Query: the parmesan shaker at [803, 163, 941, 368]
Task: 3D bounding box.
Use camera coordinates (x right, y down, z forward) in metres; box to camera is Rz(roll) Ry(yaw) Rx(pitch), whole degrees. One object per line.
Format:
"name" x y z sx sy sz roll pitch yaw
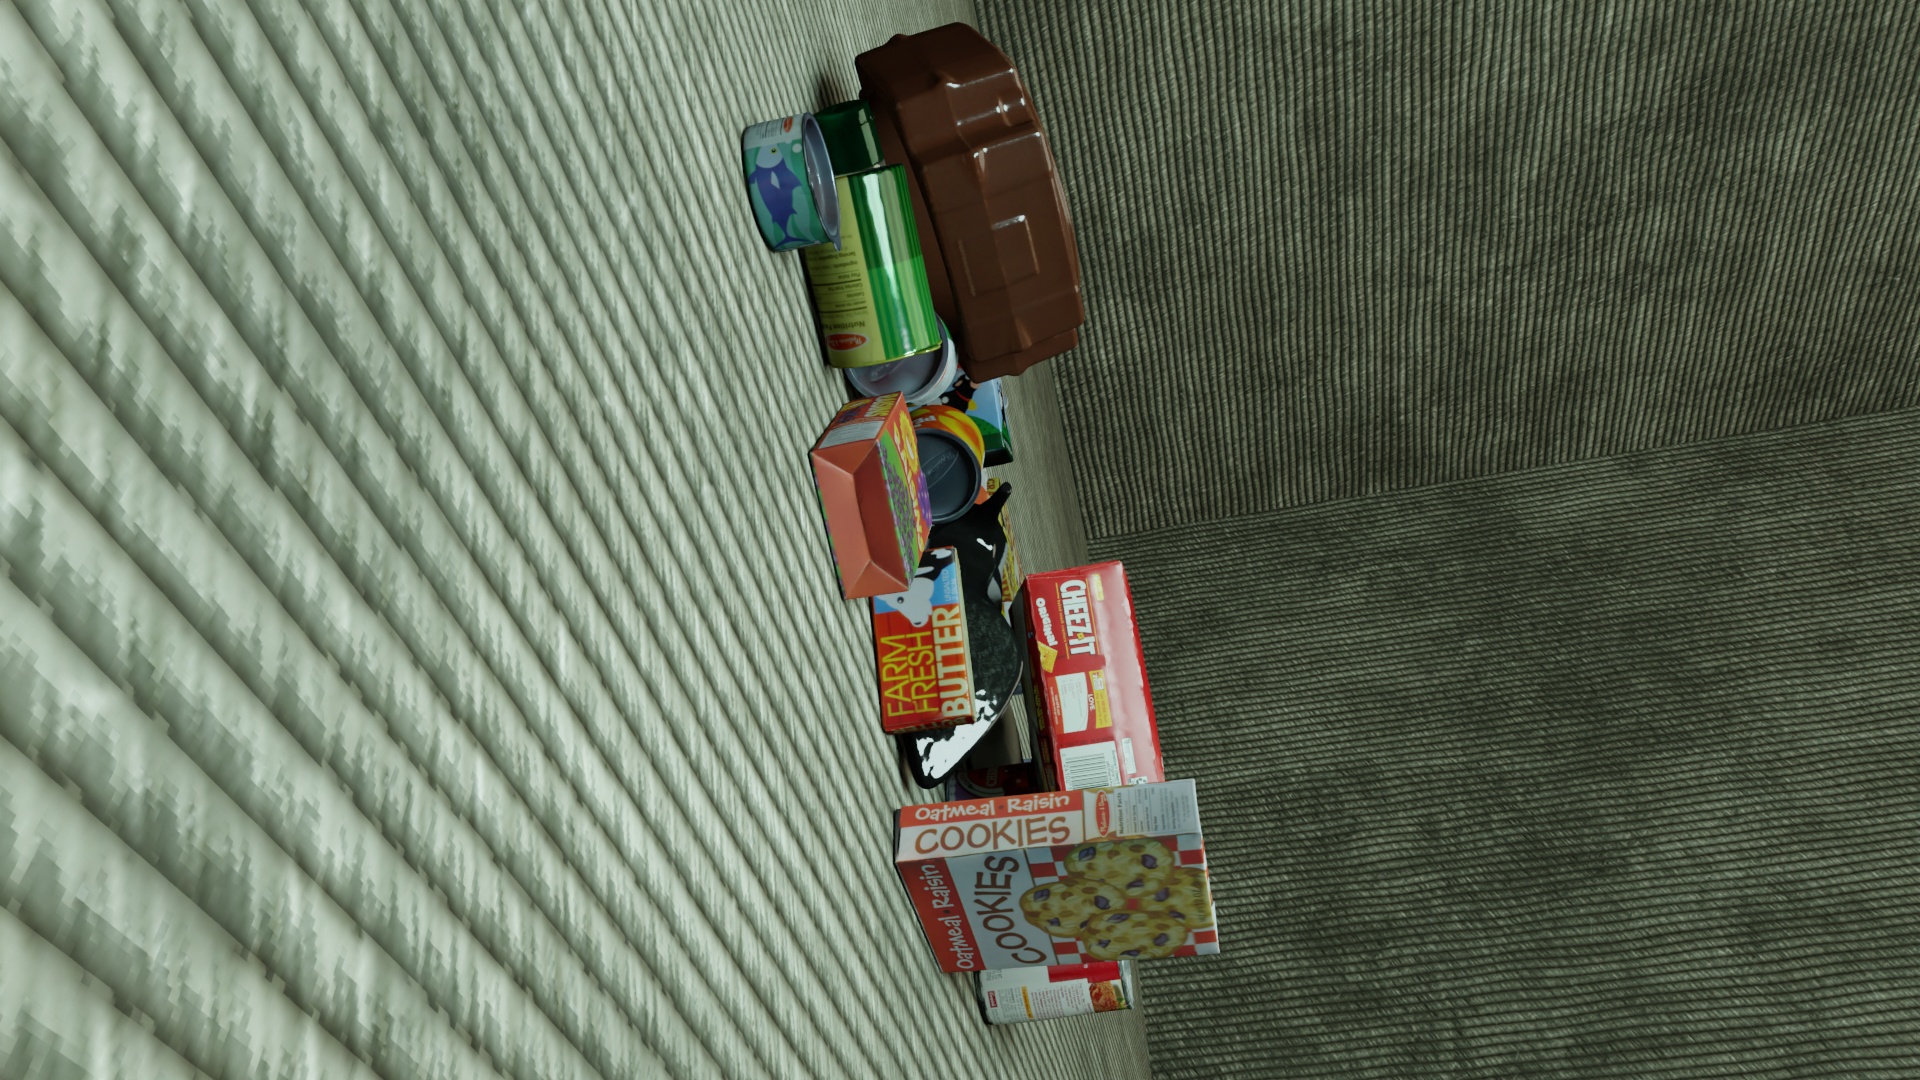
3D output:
"parmesan shaker" -0.051 -0.155 0.783 0.071 0.071 0.102 -76 156 -72

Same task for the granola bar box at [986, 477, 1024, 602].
"granola bar box" 0.037 0.042 1.316 0.125 0.039 0.164 -91 169 -50

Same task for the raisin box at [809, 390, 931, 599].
"raisin box" -0.047 -0.029 0.779 0.124 0.040 0.086 -77 156 -72

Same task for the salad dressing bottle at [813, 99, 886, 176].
"salad dressing bottle" -0.058 -0.210 0.906 0.064 0.044 0.147 -98 174 -62

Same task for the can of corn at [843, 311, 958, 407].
"can of corn" -0.039 -0.118 0.862 0.058 0.071 0.071 -19 99 -83

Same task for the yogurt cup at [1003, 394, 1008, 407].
"yogurt cup" 0.002 -0.092 1.134 0.053 0.072 0.073 84 3 -45

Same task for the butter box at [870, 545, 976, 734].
"butter box" -0.022 0.057 0.803 0.024 0.053 0.104 65 17 -73

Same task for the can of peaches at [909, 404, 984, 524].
"can of peaches" -0.019 -0.053 0.921 0.058 0.071 0.071 -80 159 -68

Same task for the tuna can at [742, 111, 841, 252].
"tuna can" -0.085 -0.179 0.707 0.071 0.033 0.071 -12 92 -82

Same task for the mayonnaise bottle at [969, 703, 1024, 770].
"mayonnaise bottle" 0.026 0.161 1.083 0.065 0.041 0.147 -50 129 -77

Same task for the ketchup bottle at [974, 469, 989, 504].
"ketchup bottle" 0.004 -0.014 1.122 0.149 0.043 0.064 -89 168 -54

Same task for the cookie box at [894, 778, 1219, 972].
"cookie box" 0.057 0.194 0.793 0.040 0.167 0.122 -87 166 -47

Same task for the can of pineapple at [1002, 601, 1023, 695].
"can of pineapple" 0.040 0.093 1.184 0.070 0.071 0.058 70 13 -56

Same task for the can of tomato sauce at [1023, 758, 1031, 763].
"can of tomato sauce" 0.062 0.229 1.157 0.071 0.071 0.083 -29 110 -82

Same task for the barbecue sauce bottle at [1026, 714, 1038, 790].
"barbecue sauce bottle" 0.077 0.203 1.078 0.065 0.043 0.149 39 44 -70

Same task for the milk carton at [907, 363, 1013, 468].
"milk carton" -0.012 -0.151 1.056 0.072 0.073 0.190 39 42 -79

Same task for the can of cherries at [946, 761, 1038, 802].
"can of cherries" 0.024 0.188 0.967 0.071 0.058 0.071 -12 93 -83
